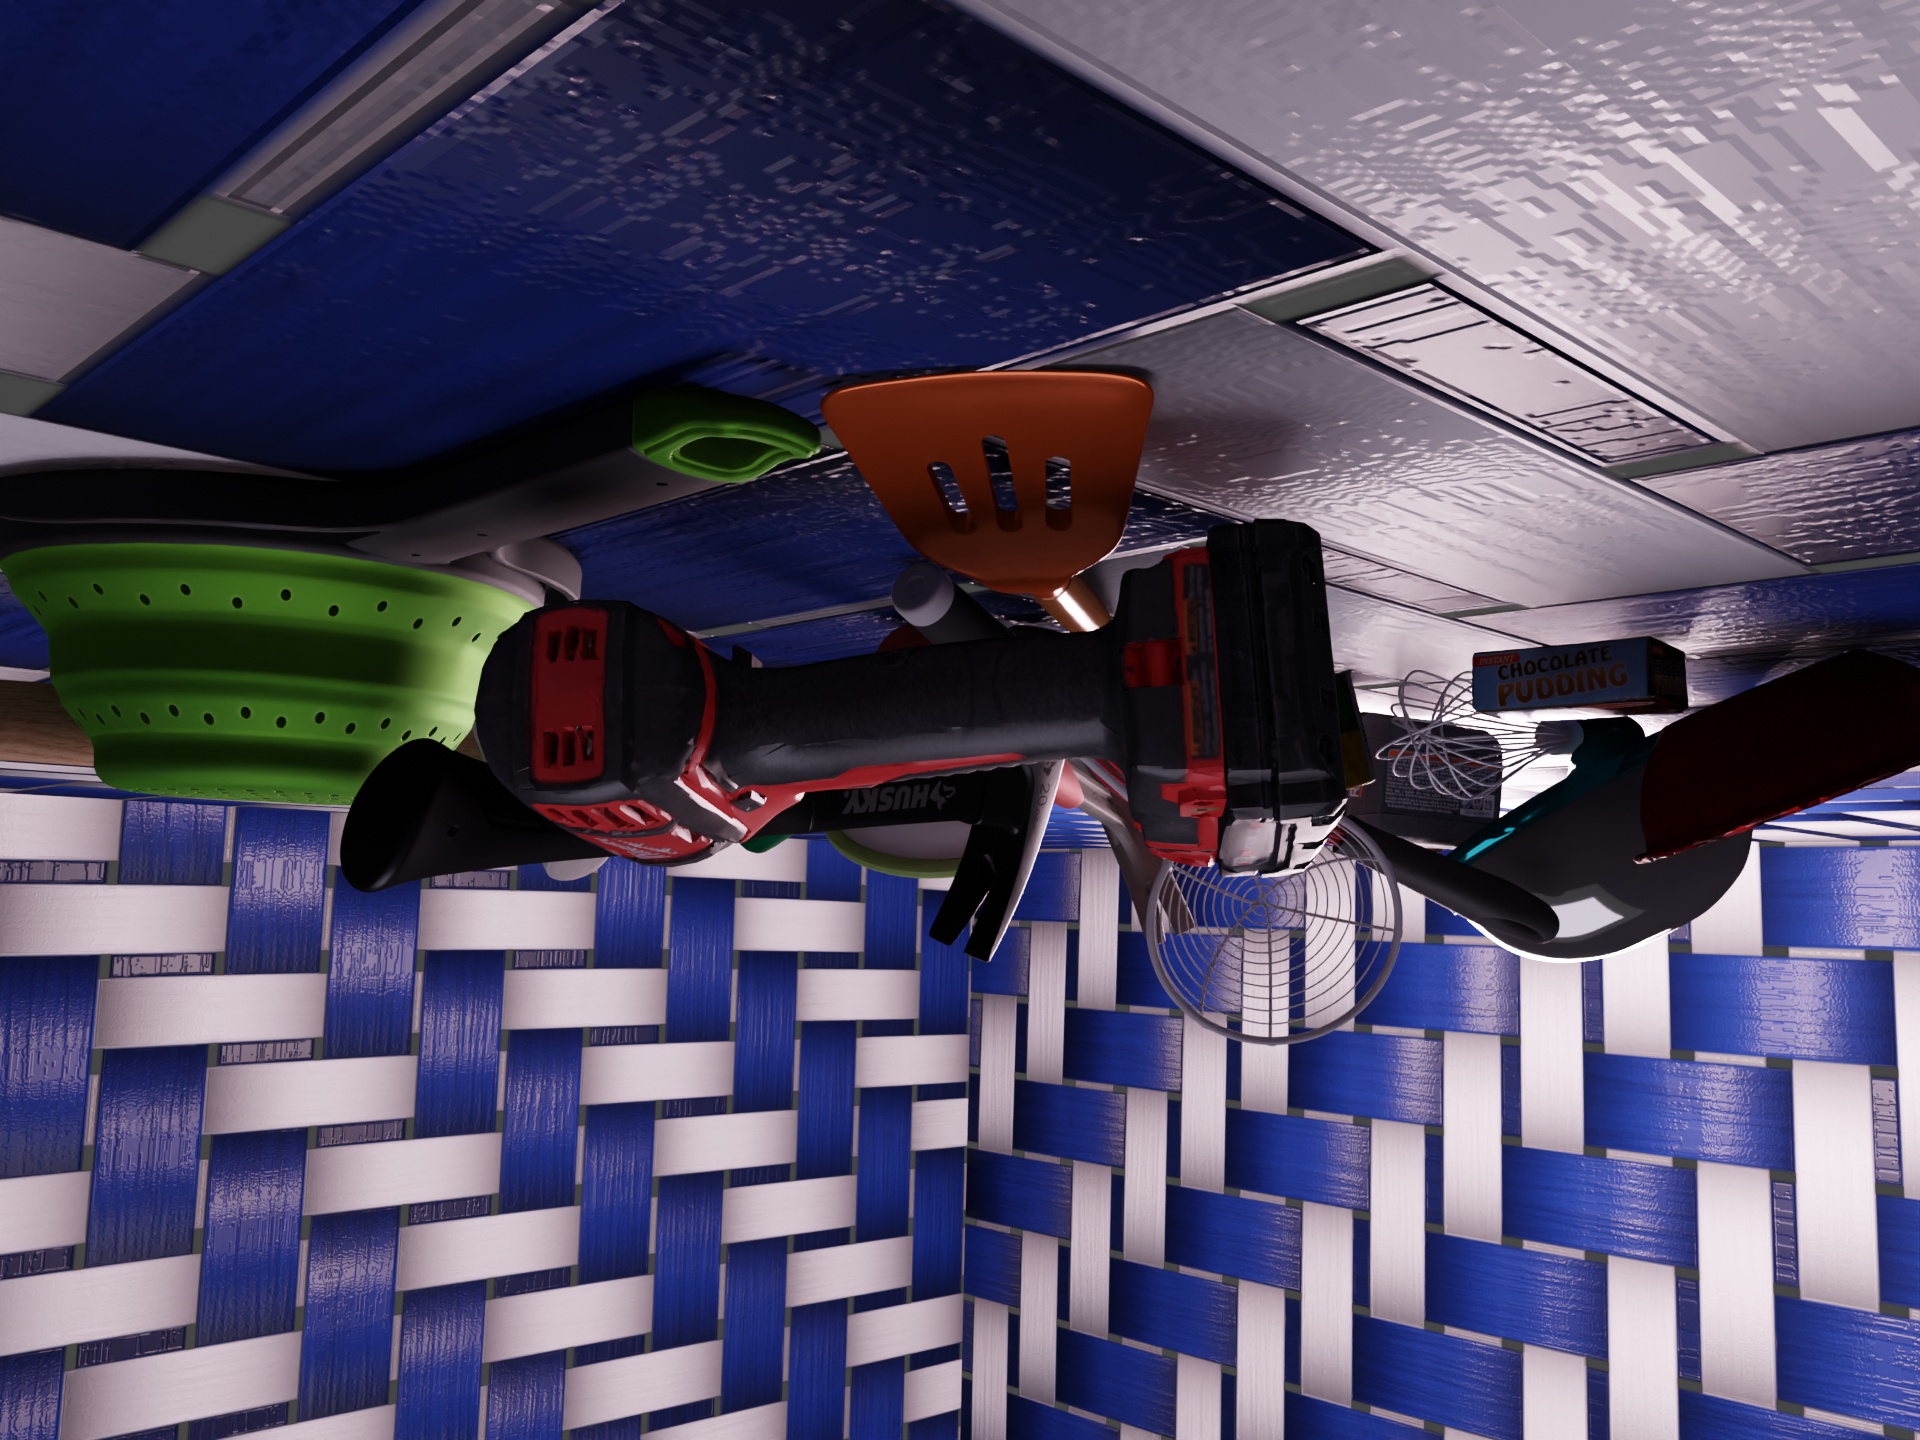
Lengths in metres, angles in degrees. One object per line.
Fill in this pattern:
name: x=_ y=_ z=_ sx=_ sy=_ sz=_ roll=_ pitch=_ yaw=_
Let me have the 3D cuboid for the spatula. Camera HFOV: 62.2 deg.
spatula: x=0.032 y=-0.054 z=0.527 sx=0.081 sy=0.041 sz=0.322 roll=-1 pitch=177 yaw=10

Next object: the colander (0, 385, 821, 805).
colander: x=-0.183 y=-0.024 z=0.505 sx=0.204 sy=0.094 sz=0.397 roll=8 pitch=171 yaw=-44

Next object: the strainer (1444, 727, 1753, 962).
strainer: x=0.371 y=0.074 z=0.889 sx=0.211 sy=0.095 sz=0.340 roll=-31 pitch=161 yaw=11

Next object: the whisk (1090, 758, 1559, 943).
whisk: x=0.192 y=0.054 z=0.874 sx=0.296 sy=0.073 sz=0.073 roll=25 pitch=173 yaw=1

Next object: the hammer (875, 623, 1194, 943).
hammer: x=0.043 y=0.030 z=0.843 sx=0.036 sy=0.149 sz=0.358 roll=-27 pitch=158 yaw=13

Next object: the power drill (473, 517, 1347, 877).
power drill: x=-0.009 y=0.005 z=0.455 sx=0.219 sy=0.079 sz=0.143 roll=-4 pitch=165 yaw=6

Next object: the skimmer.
skimmer: x=0.089 y=0.045 z=0.694 sx=0.127 sy=0.090 sz=0.362 roll=-42 pitch=139 yaw=8

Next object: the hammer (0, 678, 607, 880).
hammer: x=-0.299 y=0.004 z=0.639 sx=0.331 sy=0.130 sz=0.031 roll=7 pitch=133 yaw=-49

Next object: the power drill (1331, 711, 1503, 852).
power drill: x=0.210 y=0.036 z=1.039 sx=0.185 sy=0.084 sz=0.226 roll=7 pitch=176 yaw=-31

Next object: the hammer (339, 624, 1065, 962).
hammer: x=-0.071 y=0.034 z=0.591 sx=0.035 sy=0.146 sz=0.334 roll=18 pitch=-168 yaw=37

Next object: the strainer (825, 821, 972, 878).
strainer: x=-0.072 y=0.042 z=1.089 sx=0.256 sy=0.069 sz=0.152 roll=2 pitch=-155 yaw=0

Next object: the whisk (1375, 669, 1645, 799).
whisk: x=0.315 y=0.007 z=0.874 sx=0.070 sy=0.070 sz=0.284 roll=-5 pitch=176 yaw=43
